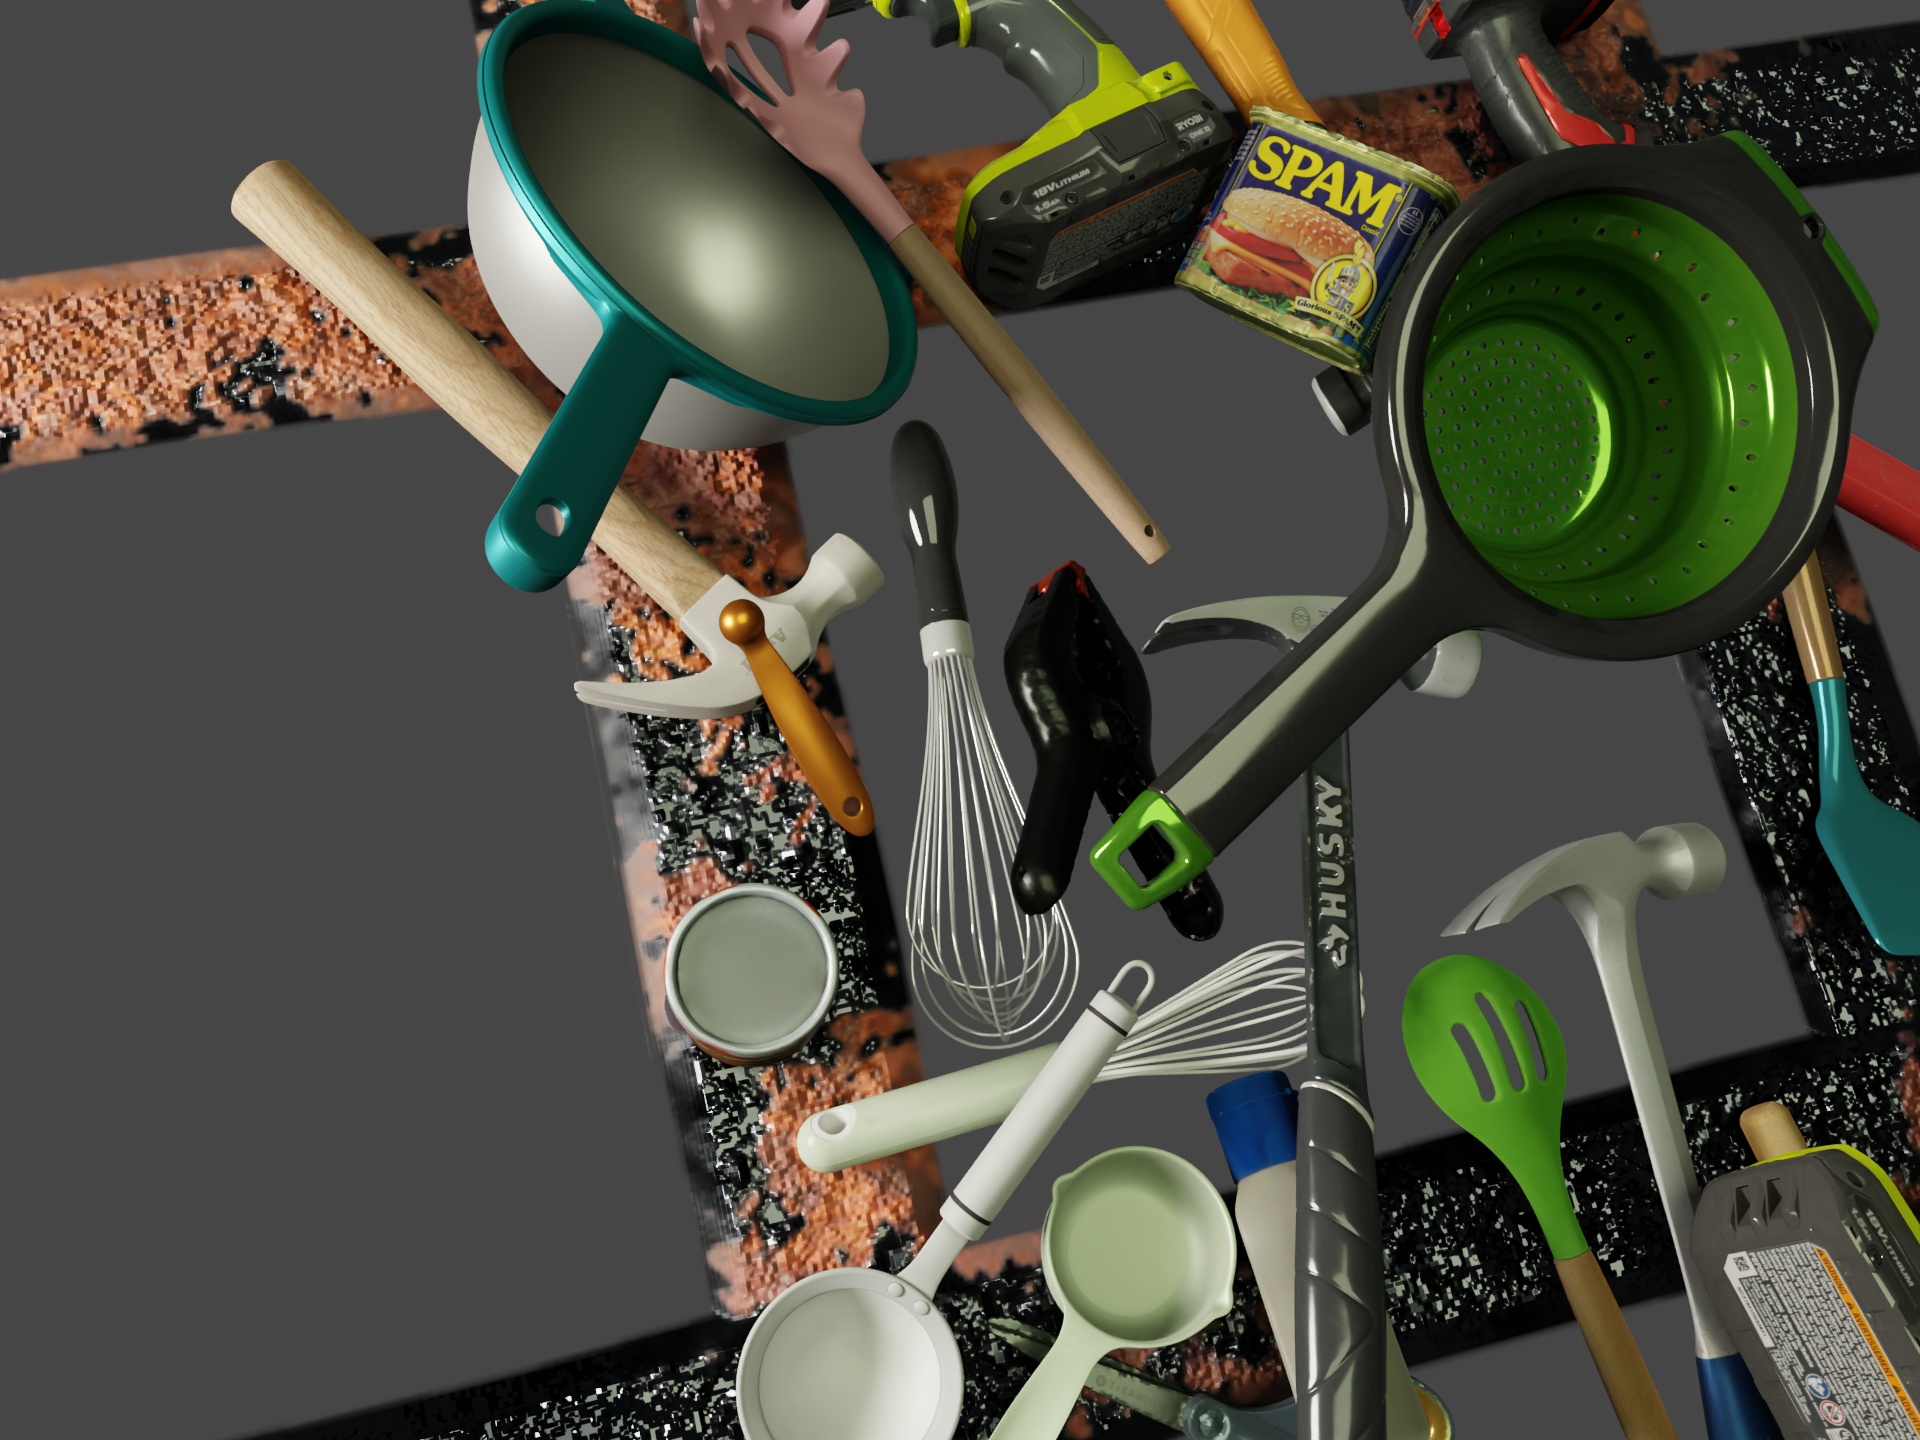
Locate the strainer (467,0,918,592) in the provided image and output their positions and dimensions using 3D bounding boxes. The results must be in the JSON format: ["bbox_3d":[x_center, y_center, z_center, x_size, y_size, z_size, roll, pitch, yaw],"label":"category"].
[{"bbox_3d":[-0.134,-0.144,0.624,0.210,0.095,0.341,37,39,-23],"label":"strainer"}]

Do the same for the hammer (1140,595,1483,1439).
[{"bbox_3d":[0.141,0.129,0.615,0.149,0.036,0.409,9,63,-9],"label":"hammer"}]

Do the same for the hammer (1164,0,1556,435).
[{"bbox_3d":[0.154,-0.309,0.769,0.127,0.034,0.337,-32,76,17],"label":"hammer"}]

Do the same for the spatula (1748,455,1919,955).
[{"bbox_3d":[0.410,-0.046,0.747,0.082,0.044,0.318,-3,75,-15],"label":"spatula"}]

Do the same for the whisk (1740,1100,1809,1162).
[{"bbox_3d":[0.398,0.277,0.665,0.051,0.047,0.245,-15,74,-28],"label":"whisk"}]

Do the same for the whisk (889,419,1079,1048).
[{"bbox_3d":[0.000,-0.002,0.684,0.070,0.070,0.285,-6,72,-8],"label":"whisk"}]

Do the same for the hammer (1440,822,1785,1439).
[{"bbox_3d":[0.302,0.246,0.646,0.144,0.035,0.406,-4,76,-26],"label":"hammer"}]

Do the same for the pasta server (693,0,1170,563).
[{"bbox_3d":[-0.006,-0.195,0.701,0.060,0.040,0.316,-43,99,-18],"label":"pasta server"}]

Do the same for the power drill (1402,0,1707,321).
[{"bbox_3d":[0.314,-0.299,0.785,0.143,0.078,0.220,-15,81,-9],"label":"power drill"}]

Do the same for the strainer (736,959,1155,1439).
[{"bbox_3d":[-0.002,0.200,0.618,0.087,0.050,0.258,37,86,1],"label":"strainer"}]

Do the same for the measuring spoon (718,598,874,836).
[{"bbox_3d":[-0.067,0.000,0.674,0.021,0.011,0.117,-33,103,-14],"label":"measuring spoon"}]

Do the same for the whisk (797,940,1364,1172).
[{"bbox_3d":[0.052,0.143,0.658,0.246,0.059,0.058,-15,35,-6],"label":"whisk"}]

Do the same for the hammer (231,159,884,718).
[{"bbox_3d":[-0.197,-0.127,0.701,0.331,0.031,0.130,42,75,5],"label":"hammer"}]

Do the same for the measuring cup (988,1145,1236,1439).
[{"bbox_3d":[0.044,0.246,0.623,0.083,0.038,0.168,34,68,10],"label":"measuring cup"}]

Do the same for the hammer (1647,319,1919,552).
[{"bbox_3d":[0.500,-0.055,0.744,0.386,0.038,0.143,28,66,-4],"label":"hammer"}]

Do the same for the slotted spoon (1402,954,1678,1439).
[{"bbox_3d":[0.269,0.247,0.665,0.070,0.031,0.314,-19,80,-14],"label":"slotted spoon"}]

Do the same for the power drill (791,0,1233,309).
[{"bbox_3d":[0.003,-0.315,0.750,0.190,0.080,0.229,-28,78,-14],"label":"power drill"}]

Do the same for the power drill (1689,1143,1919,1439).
[{"bbox_3d":[0.408,0.204,0.643,0.223,0.080,0.171,-14,71,-31],"label":"power drill"}]

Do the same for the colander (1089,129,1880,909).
[{"bbox_3d":[0.195,-0.071,0.659,0.397,0.094,0.204,-43,98,-8],"label":"colander"}]
